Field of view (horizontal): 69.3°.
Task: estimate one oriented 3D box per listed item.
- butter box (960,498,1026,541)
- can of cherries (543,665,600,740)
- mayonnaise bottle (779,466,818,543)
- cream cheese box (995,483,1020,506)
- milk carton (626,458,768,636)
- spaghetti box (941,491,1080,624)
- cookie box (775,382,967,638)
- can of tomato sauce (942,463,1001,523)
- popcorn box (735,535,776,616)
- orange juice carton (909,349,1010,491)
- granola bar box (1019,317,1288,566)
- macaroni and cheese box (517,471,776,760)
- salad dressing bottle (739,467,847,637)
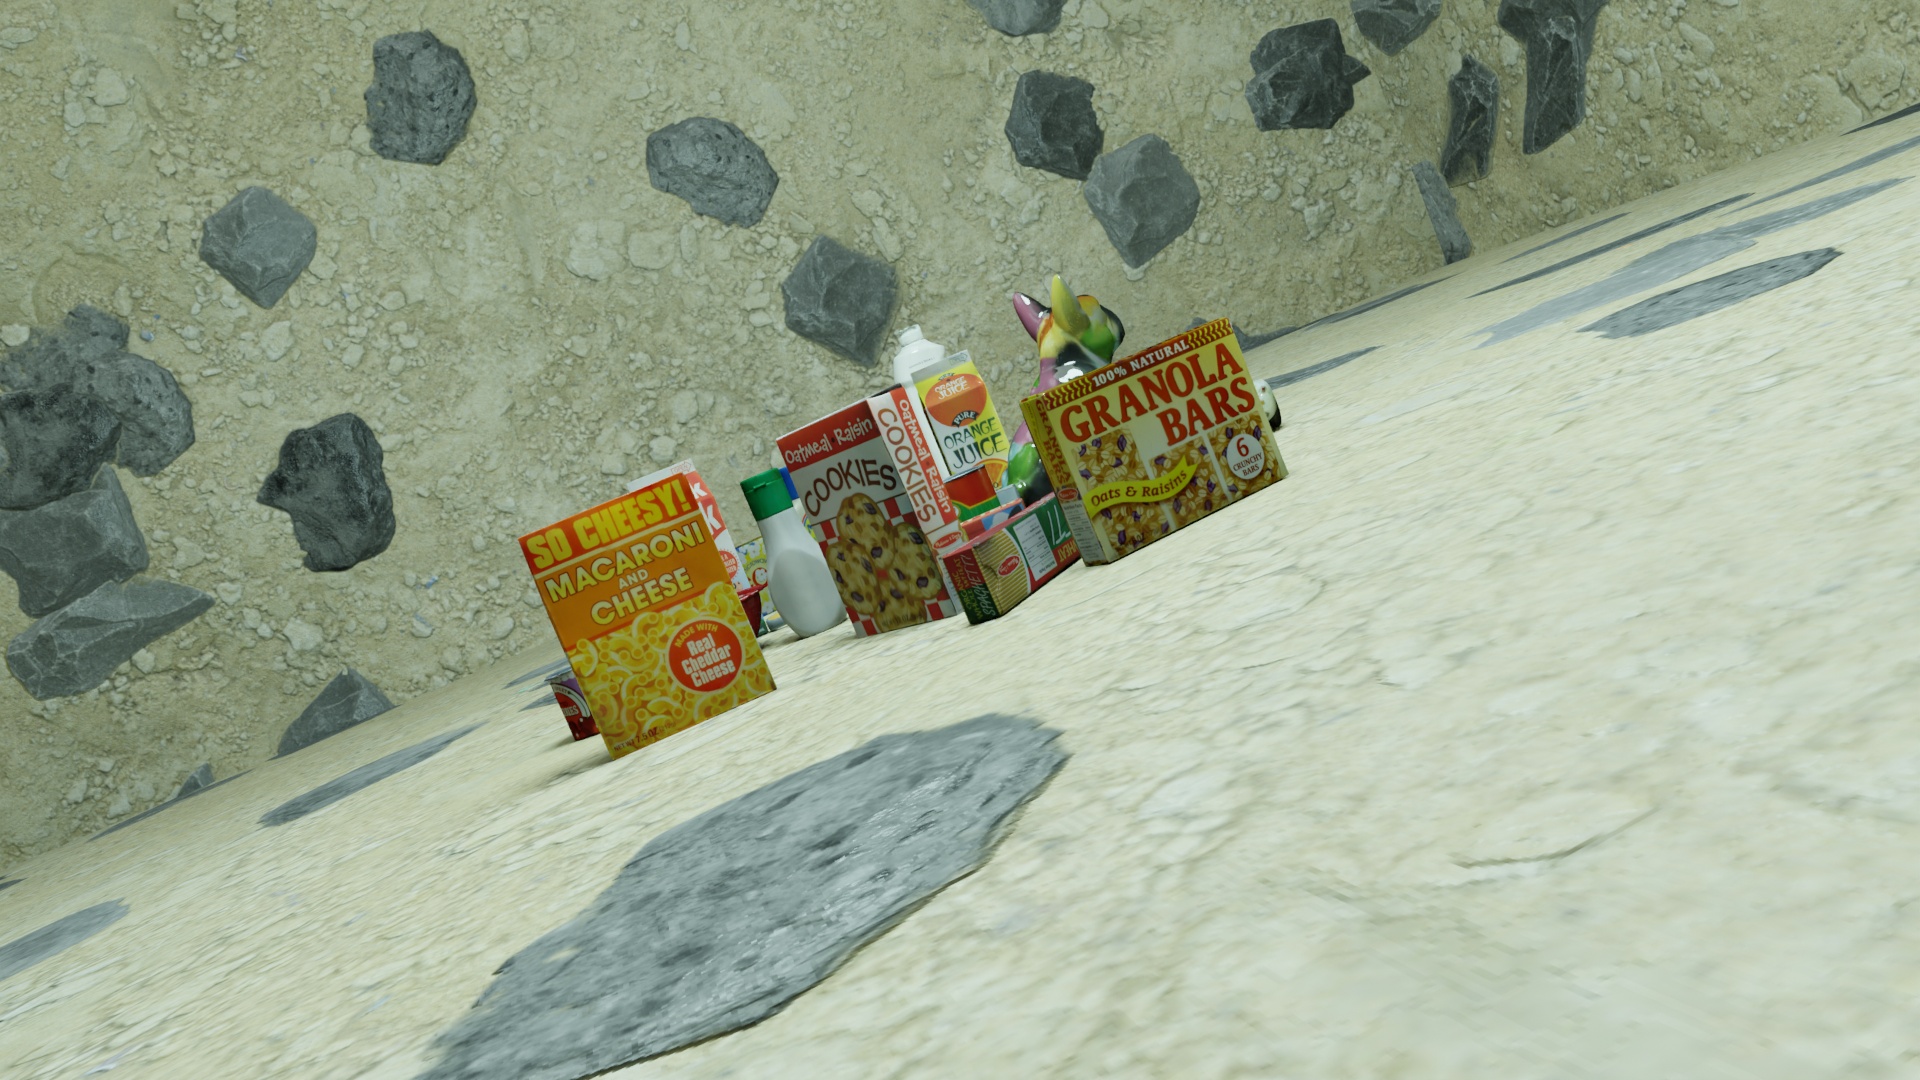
[{"bbox_3d":[0.010,0.011,1.071,0.103,0.053,0.024,-22,4,3],"label":"butter box"},{"bbox_3d":[-0.305,0.128,1.158,0.071,0.058,0.071,-22,5,2],"label":"can of cherries"},{"bbox_3d":[-0.161,-0.015,1.533,0.065,0.148,0.041,-24,5,-26],"label":"mayonnaise bottle"},{"bbox_3d":[0.011,-0.008,1.259,0.104,0.053,0.024,-22,5,7],"label":"cream cheese box"},{"bbox_3d":[-0.266,0.018,1.391,0.072,0.190,0.073,-24,5,-19],"label":"milk carton"},{"bbox_3d":[0.062,-0.003,1.001,0.028,0.050,0.251,-20,6,30],"label":"spaghetti box"},{"bbox_3d":[-0.060,-0.019,1.028,0.040,0.167,0.122,-26,6,-41],"label":"cookie box"},{"bbox_3d":[0.004,-0.015,1.194,0.071,0.083,0.071,-22,5,2],"label":"can of tomato sauce"},{"bbox_3d":[-0.251,0.051,1.586,0.127,0.085,0.038,-26,6,-41],"label":"popcorn box"},{"bbox_3d":[0.012,-0.110,1.542,0.072,0.192,0.073,-23,4,-3],"label":"orange juice carton"},{"bbox_3d":[0.137,-0.070,0.971,0.166,0.124,0.039,-24,5,-25],"label":"granola bar box"},{"bbox_3d":[-0.219,0.051,0.975,0.124,0.166,0.040,-23,4,-11],"label":"macaroni and cheese box"},{"bbox_3d":[-0.148,0.010,1.217,0.064,0.147,0.044,-22,4,3],"label":"salad dressing bottle"}]
